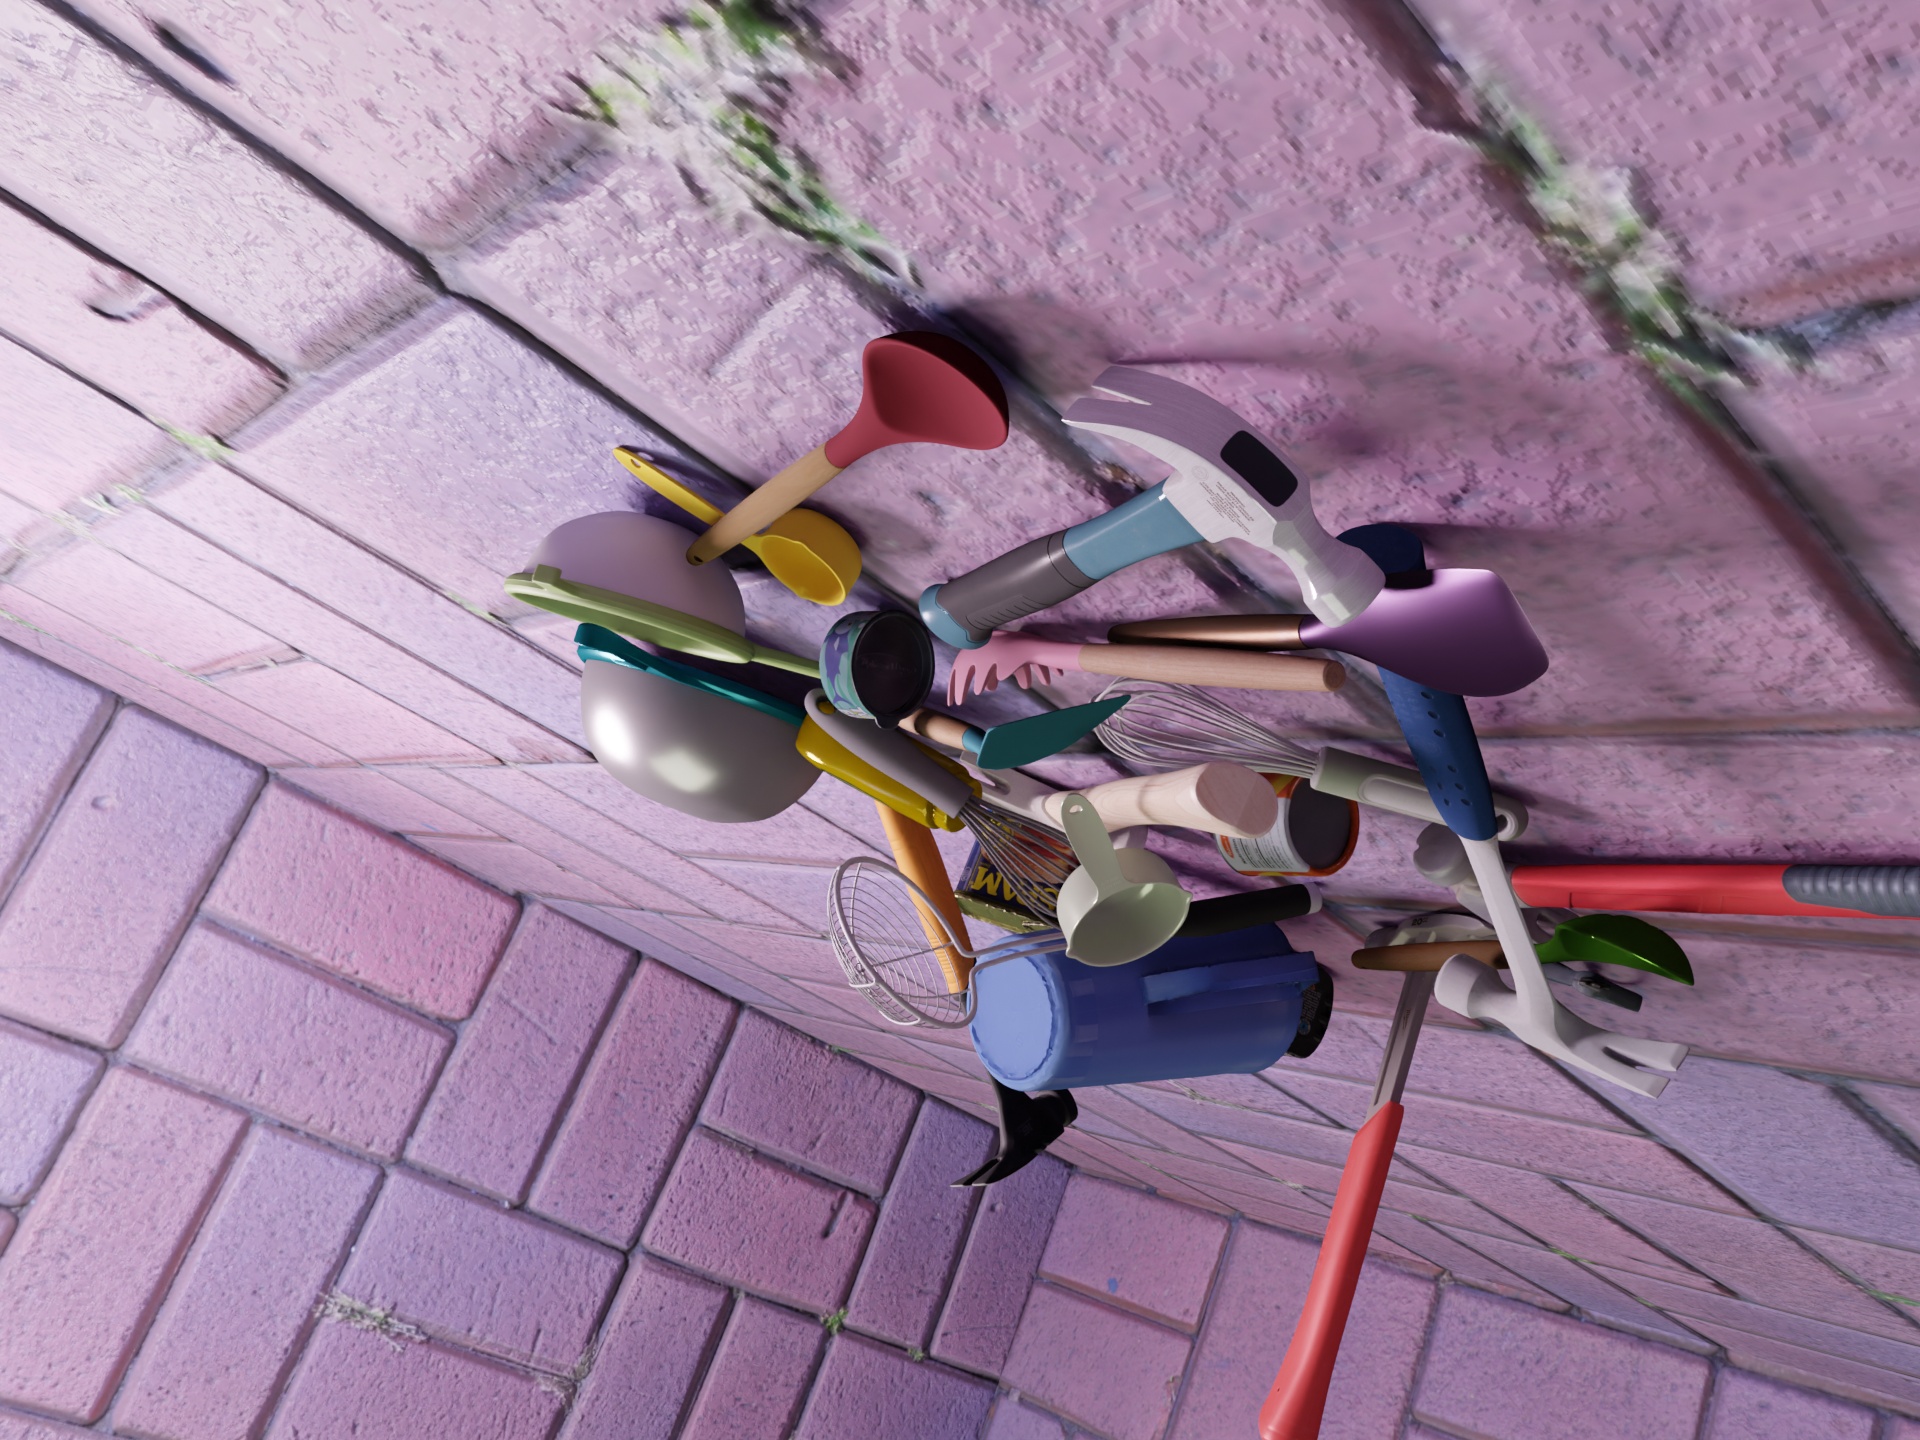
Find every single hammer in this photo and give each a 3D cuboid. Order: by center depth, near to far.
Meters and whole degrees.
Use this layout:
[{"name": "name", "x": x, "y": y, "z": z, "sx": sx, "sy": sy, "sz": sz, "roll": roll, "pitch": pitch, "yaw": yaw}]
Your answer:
[{"name": "hammer", "x": 0.054, "y": -0.074, "z": 0.735, "sx": 0.128, "sy": 0.033, "sz": 0.331, "roll": 46, "pitch": 161, "yaw": -11}, {"name": "hammer", "x": 0.259, "y": 0.059, "z": 0.781, "sx": 0.144, "sy": 0.035, "sz": 0.405, "roll": 25, "pitch": 157, "yaw": 45}, {"name": "hammer", "x": 0.426, "y": 0.092, "z": 0.808, "sx": 0.143, "sy": 0.038, "sz": 0.386, "roll": 31, "pitch": 160, "yaw": -28}, {"name": "hammer", "x": 0.089, "y": 0.047, "z": 0.955, "sx": 0.146, "sy": 0.038, "sz": 0.410, "roll": 25, "pitch": 172, "yaw": -5}, {"name": "hammer", "x": 0.272, "y": 0.301, "z": 1.051, "sx": 0.036, "sy": 0.359, "sz": 0.149, "roll": 24, "pitch": 165, "yaw": -11}, {"name": "hammer", "x": -0.011, "y": 0.167, "z": 1.162, "sx": 0.034, "sy": 0.127, "sz": 0.337, "roll": -17, "pitch": 95, "yaw": 40}]

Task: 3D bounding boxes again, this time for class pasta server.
[{"name": "pasta server", "x": 0.081, "y": -0.023, "z": 0.800, "sx": 0.060, "sy": 0.040, "sz": 0.316, "roll": -13, "pitch": -170, "yaw": -27}]

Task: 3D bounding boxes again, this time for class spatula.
[{"name": "spatula", "x": 0.143, "y": -0.037, "z": 0.706, "sx": 0.059, "sy": 0.018, "sz": 0.316, "roll": 55, "pitch": 163, "yaw": -15}, {"name": "spatula", "x": -0.002, "y": -0.003, "z": 0.963, "sx": 0.082, "sy": 0.044, "sz": 0.318, "roll": -14, "pitch": -169, "yaw": -20}]

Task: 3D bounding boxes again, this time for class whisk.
[{"name": "whisk", "x": 0.189, "y": 0.024, "z": 0.875, "sx": 0.246, "sy": 0.059, "sz": 0.057, "roll": 16, "pitch": 118, "yaw": 6}, {"name": "whisk", "x": -0.001, "y": 0.054, "z": 1.002, "sx": 0.239, "sy": 0.055, "sz": 0.055, "roll": 36, "pitch": 162, "yaw": 2}]

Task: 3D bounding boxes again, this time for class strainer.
[{"name": "strainer", "x": -0.141, "y": -0.073, "z": 0.962, "sx": 0.256, "sy": 0.069, "sz": 0.151, "roll": 15, "pitch": 176, "yaw": -21}, {"name": "strainer", "x": -0.203, "y": 0.011, "z": 1.102, "sx": 0.211, "sy": 0.095, "sz": 0.340, "roll": 17, "pitch": 174, "yaw": 12}]

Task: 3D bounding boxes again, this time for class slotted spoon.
[{"name": "slotted spoon", "x": 0.323, "y": 0.141, "z": 0.964, "sx": 0.070, "sy": 0.031, "sz": 0.314, "roll": 26, "pitch": 164, "yaw": -12}]

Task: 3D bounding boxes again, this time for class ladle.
[{"name": "ladle", "x": -0.069, "y": -0.119, "z": 0.763, "sx": 0.069, "sy": 0.031, "sz": 0.315, "roll": 39, "pitch": 153, "yaw": -19}]

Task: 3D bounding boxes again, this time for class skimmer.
[{"name": "skimmer", "x": 0.087, "y": 0.126, "z": 1.046, "sx": 0.363, "sy": 0.127, "sz": 0.090, "roll": -7, "pitch": 139, "yaw": -20}]

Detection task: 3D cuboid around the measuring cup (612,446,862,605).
[{"name": "measuring cup", "x": -0.122, "y": -0.118, "z": 0.880, "sx": 0.156, "sy": 0.029, "sz": 0.062, "roll": 32, "pitch": 157, "yaw": 8}]

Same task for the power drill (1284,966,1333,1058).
[{"name": "power drill", "x": 0.198, "y": 0.230, "z": 1.395, "sx": 0.190, "sy": 0.080, "sz": 0.228, "roll": 27, "pitch": 164, "yaw": -17}]

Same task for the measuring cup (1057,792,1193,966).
[{"name": "measuring cup", "x": 0.080, "y": 0.081, "z": 0.915, "sx": 0.167, "sy": 0.083, "sz": 0.038, "roll": 62, "pitch": -178, "yaw": -46}]
